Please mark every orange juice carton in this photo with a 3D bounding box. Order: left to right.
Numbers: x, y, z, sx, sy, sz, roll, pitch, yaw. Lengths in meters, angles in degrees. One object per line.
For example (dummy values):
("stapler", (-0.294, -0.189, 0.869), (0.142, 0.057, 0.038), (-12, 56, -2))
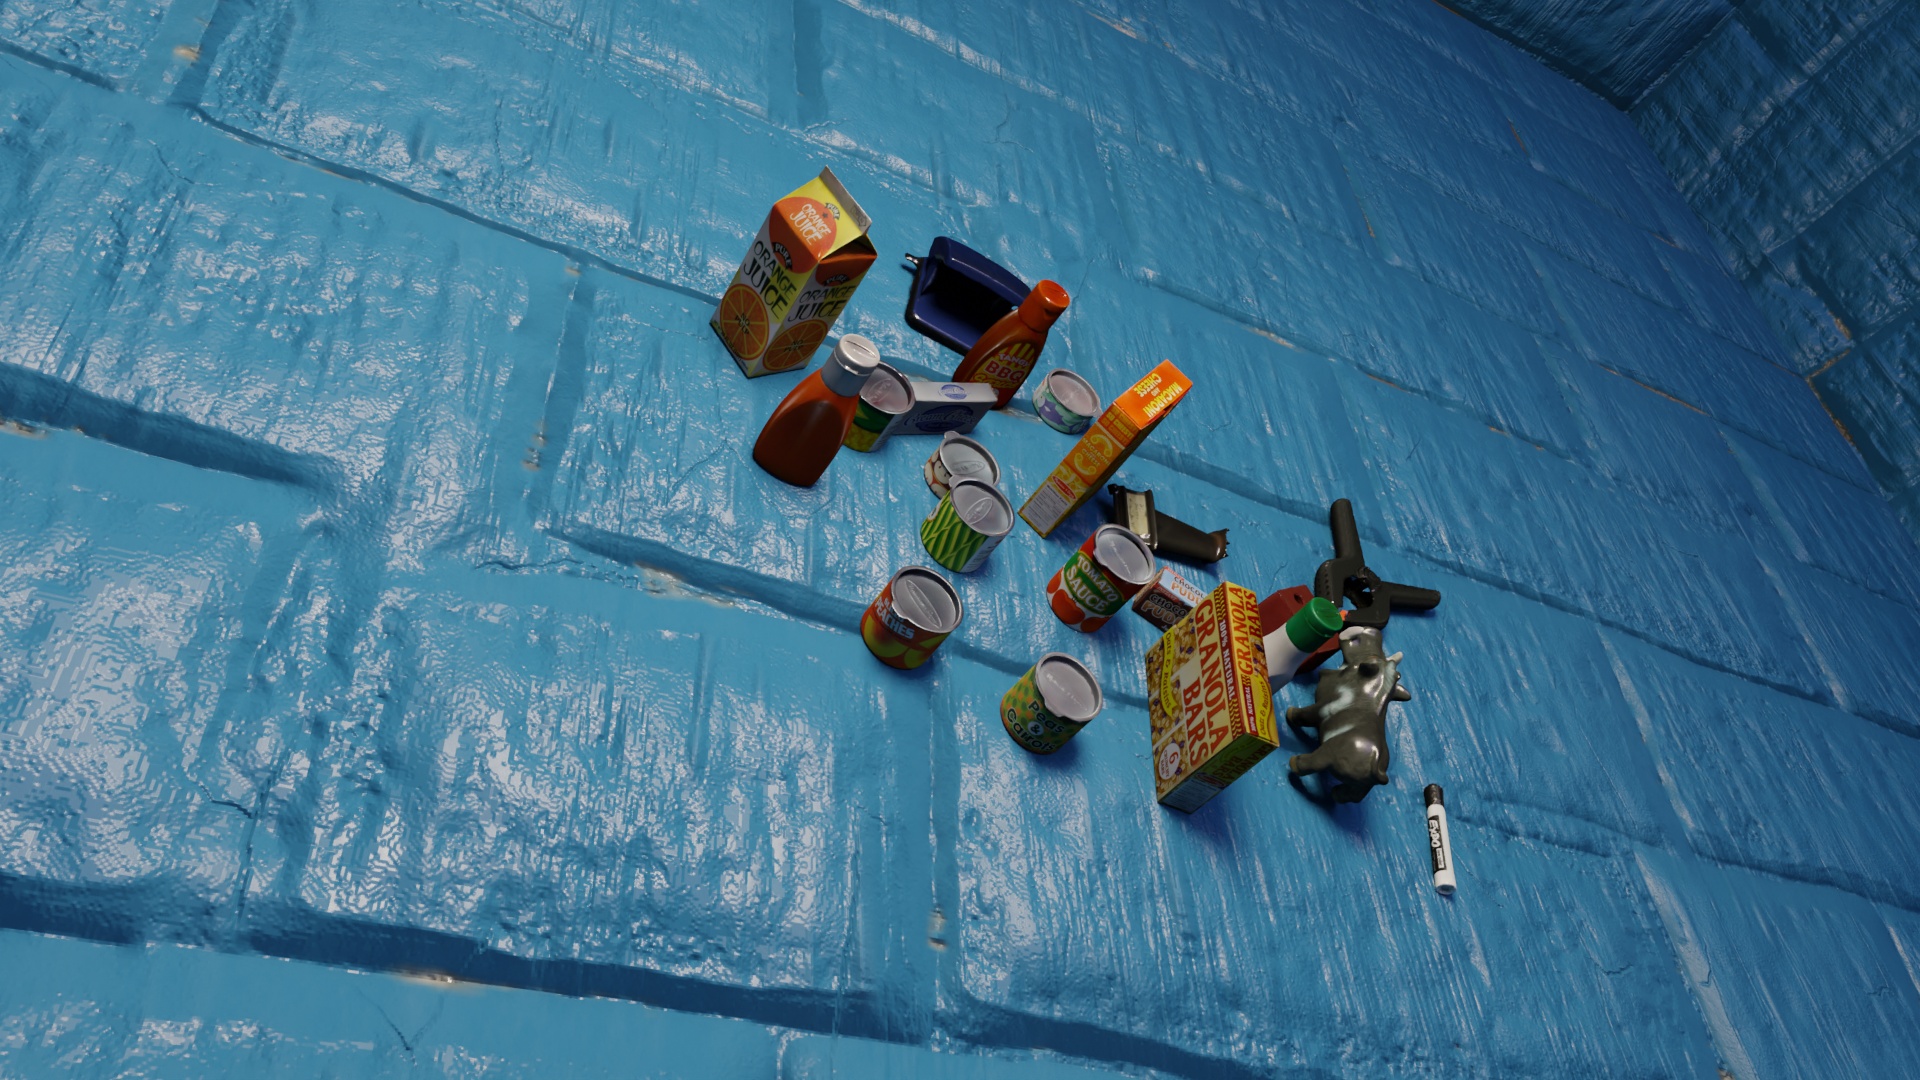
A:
("orange juice carton", (-0.141, -0.236, 1.226), (0.073, 0.191, 0.072), (-18, 66, -46))

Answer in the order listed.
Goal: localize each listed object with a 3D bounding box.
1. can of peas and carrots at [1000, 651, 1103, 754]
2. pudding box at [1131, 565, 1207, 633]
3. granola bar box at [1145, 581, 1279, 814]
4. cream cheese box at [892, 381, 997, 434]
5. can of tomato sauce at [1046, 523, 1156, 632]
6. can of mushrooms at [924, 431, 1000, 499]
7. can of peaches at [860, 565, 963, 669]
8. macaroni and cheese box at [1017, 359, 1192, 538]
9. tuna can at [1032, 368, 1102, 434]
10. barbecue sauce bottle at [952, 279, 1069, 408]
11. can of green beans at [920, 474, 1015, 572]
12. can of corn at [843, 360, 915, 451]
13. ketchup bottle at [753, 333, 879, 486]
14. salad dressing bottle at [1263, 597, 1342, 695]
("can of peas and carrots", (0.074, 0.137, 1.153), (0.071, 0.058, 0.071), (21, 44, -21))
("pudding box", (0.213, 0.067, 1.330), (0.083, 0.049, 0.030), (35, 40, -6))
("granola bar box", (0.215, 0.135, 1.212), (0.039, 0.123, 0.166), (22, 43, -20))
("cream cheese box", (-0.020, -0.126, 1.326), (0.104, 0.053, 0.024), (-4, 57, -40))
("can of tomato sauce", (0.126, 0.036, 1.266), (0.071, 0.082, 0.071), (21, 44, -21))
("can of mushrooms", (0.001, -0.066, 1.301), (0.071, 0.033, 0.071), (21, 44, -21))
("can of peaches", (-0.042, 0.063, 1.132), (0.071, 0.057, 0.071), (21, 44, -21))
("macaroni and cheese box", (0.139, -0.087, 1.324), (0.040, 0.165, 0.124), (45, 40, 5))
("tuna can", (0.113, -0.145, 1.460), (0.071, 0.032, 0.071), (21, 44, -21))
("barbecue sauce bottle", (0.053, -0.194, 1.370), (0.065, 0.147, 0.044), (15, 46, -27))
("can of green beans", (0.006, -0.014, 1.239), (0.071, 0.057, 0.071), (21, 44, -21))
("can of corn", (-0.086, -0.125, 1.270), (0.071, 0.058, 0.071), (21, 44, -21))
("ketchup bottle", (-0.117, -0.110, 1.163), (0.065, 0.148, 0.044), (27, 42, -15))
("salad dressing bottle", (0.290, 0.107, 1.277), (0.064, 0.147, 0.044), (7, 50, -33))
